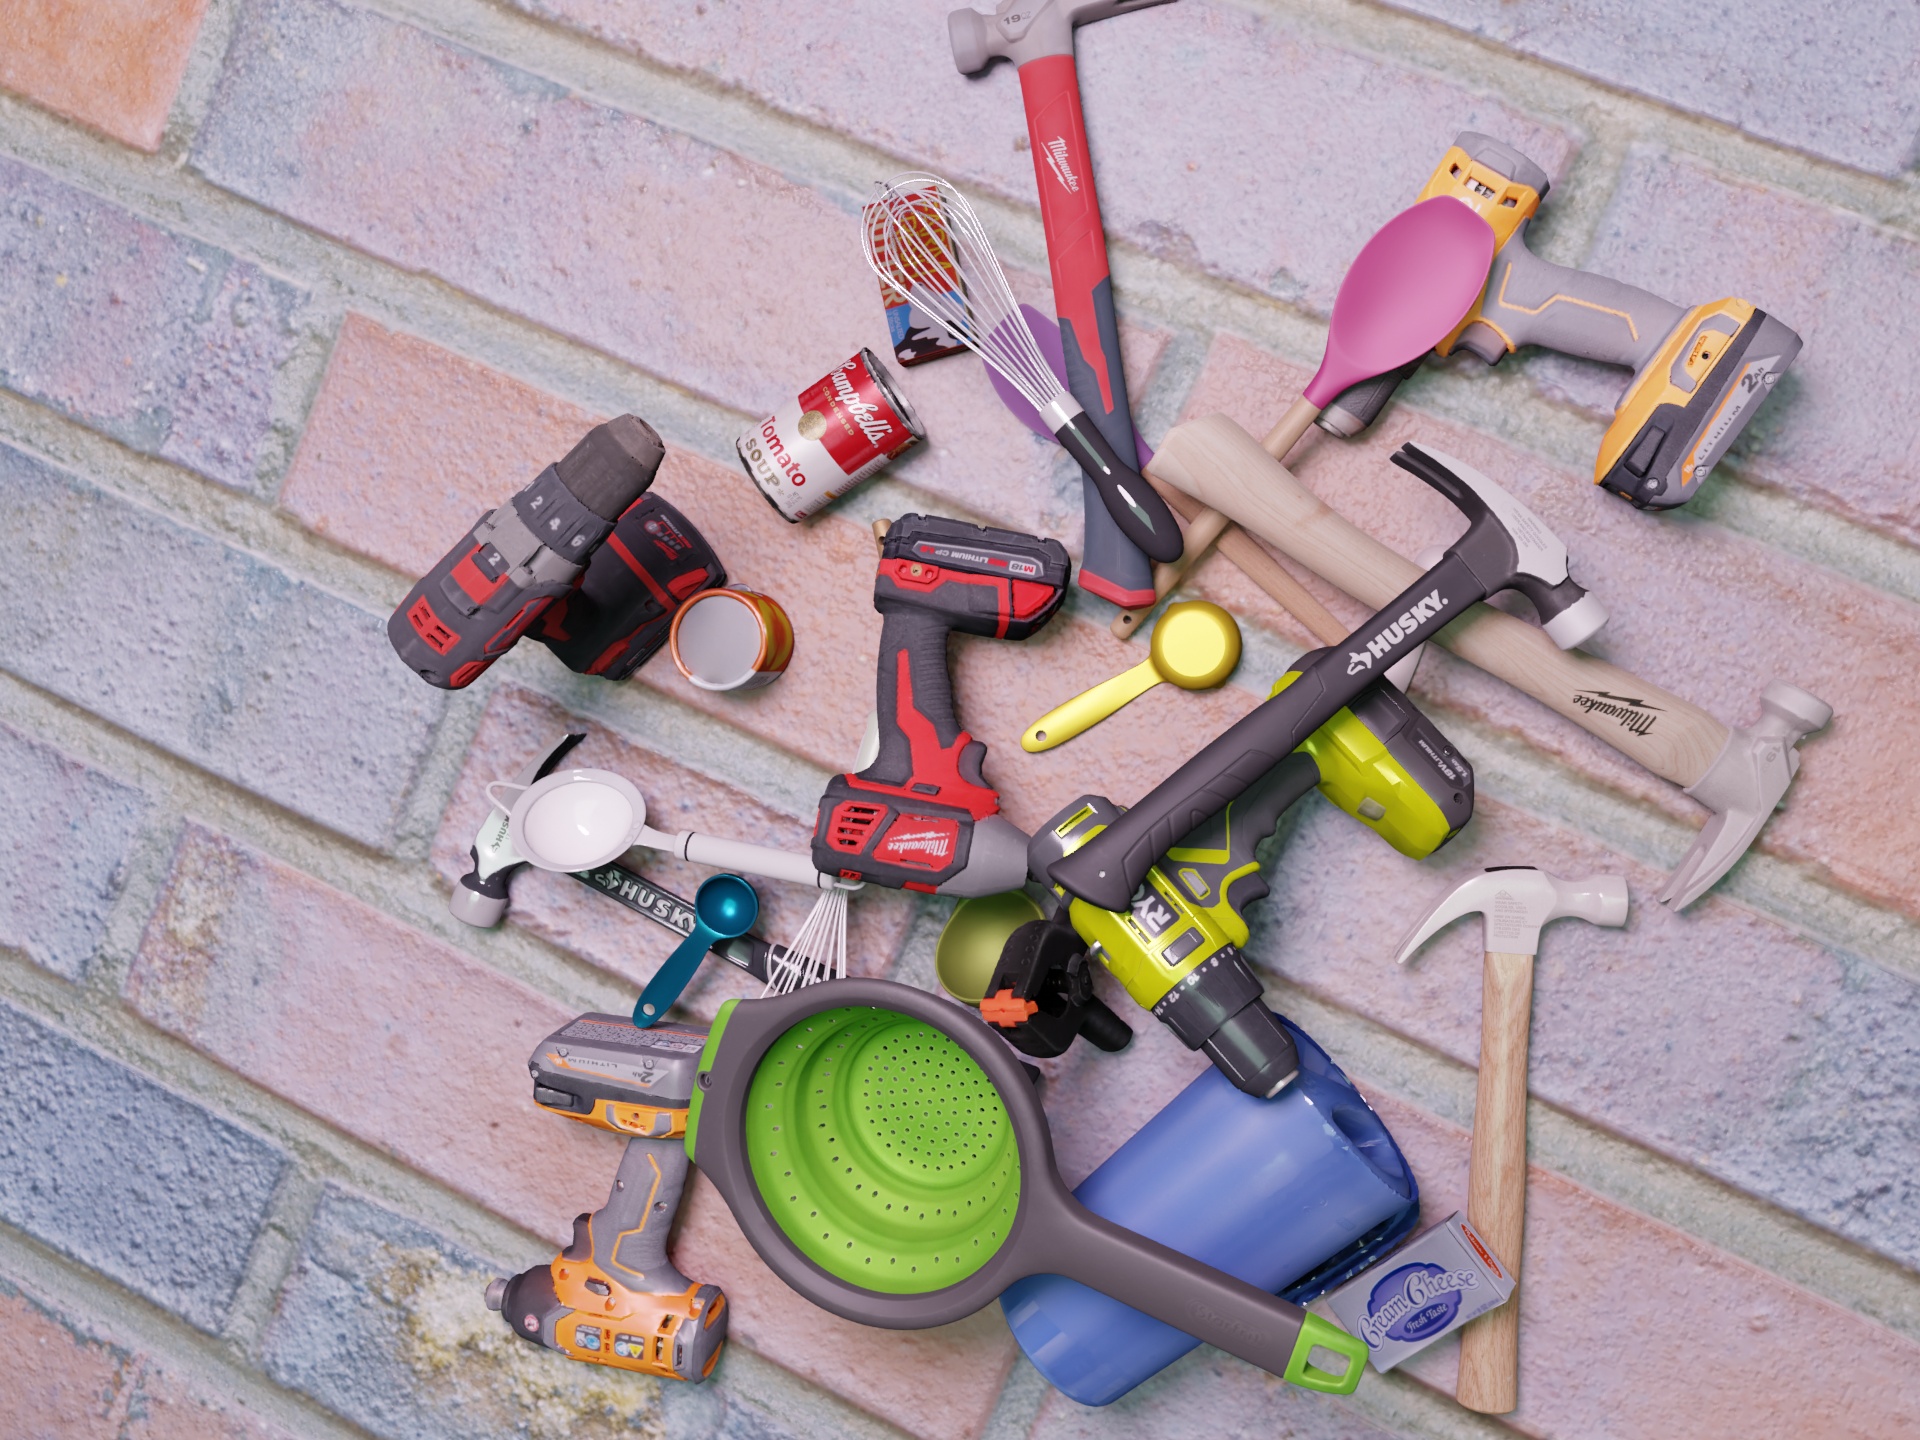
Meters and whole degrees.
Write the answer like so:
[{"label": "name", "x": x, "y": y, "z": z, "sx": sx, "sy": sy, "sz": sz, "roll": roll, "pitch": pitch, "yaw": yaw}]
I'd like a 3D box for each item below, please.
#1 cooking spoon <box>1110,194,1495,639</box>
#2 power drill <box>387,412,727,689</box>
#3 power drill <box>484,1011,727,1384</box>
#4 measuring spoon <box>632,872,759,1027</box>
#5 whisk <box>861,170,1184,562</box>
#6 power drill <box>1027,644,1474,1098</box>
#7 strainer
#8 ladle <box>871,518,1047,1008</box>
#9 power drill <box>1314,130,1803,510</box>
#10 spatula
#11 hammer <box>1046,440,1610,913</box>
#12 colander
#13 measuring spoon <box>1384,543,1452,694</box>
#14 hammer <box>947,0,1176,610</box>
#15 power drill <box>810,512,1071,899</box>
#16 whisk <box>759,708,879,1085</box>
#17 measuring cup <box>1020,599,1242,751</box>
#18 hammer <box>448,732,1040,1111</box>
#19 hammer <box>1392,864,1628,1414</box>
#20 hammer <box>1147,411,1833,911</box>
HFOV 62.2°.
[{"label": "cooking spoon", "x": 0.191, "y": -0.168, "z": 0.940, "sx": 0.069, "sy": 0.017, "sz": 0.319, "roll": 40, "pitch": 113, "yaw": 2}, {"label": "power drill", "x": -0.221, "y": -0.099, "z": 0.955, "sx": 0.188, "sy": 0.226, "sz": 0.080, "roll": -43, "pitch": 84, "yaw": 10}, {"label": "power drill", "x": -0.235, "y": 0.315, "z": 1.050, "sx": 0.164, "sy": 0.084, "sz": 0.226, "roll": 5, "pitch": 97, "yaw": 12}, {"label": "measuring spoon", "x": -0.173, "y": 0.149, "z": 1.031, "sx": 0.042, "sy": 0.021, "sz": 0.128, "roll": 38, "pitch": 105, "yaw": 1}, {"label": "whisk", "x": 0.040, "y": -0.206, "z": 0.935, "sx": 0.070, "sy": 0.070, "sz": 0.284, "roll": -38, "pitch": 89, "yaw": 10}, {"label": "power drill", "x": 0.178, "y": 0.082, "z": 0.906, "sx": 0.228, "sy": 0.080, "sz": 0.191, "roll": -37, "pitch": 73, "yaw": -14}, {"label": "strainer", "x": -0.180, "y": 0.080, "z": 1.002, "sx": 0.258, "sy": 0.087, "sz": 0.050, "roll": 10, "pitch": 137, "yaw": 16}, {"label": "ladle", "x": -0.012, "y": 0.025, "z": 1.007, "sx": 0.078, "sy": 0.062, "sz": 0.320, "roll": -17, "pitch": 86, "yaw": 20}, {"label": "power drill", "x": 0.331, "y": -0.205, "z": 0.920, "sx": 0.226, "sy": 0.084, "sz": 0.185, "roll": 36, "pitch": 103, "yaw": 12}, {"label": "spatula", "x": 0.134, "y": -0.140, "z": 0.990, "sx": 0.316, "sy": 0.018, "sz": 0.060, "roll": 43, "pitch": 99, "yaw": 8}, {"label": "hammer", "x": 0.184, "y": -0.013, "z": 0.868, "sx": 0.335, "sy": 0.035, "sz": 0.146, "roll": -38, "pitch": 86, "yaw": -6}, {"label": "colander", "x": 0.039, "y": 0.265, "z": 0.905, "sx": 0.397, "sy": 0.094, "sz": 0.204, "roll": 20, "pitch": 104, "yaw": 17}, {"label": "measuring spoon", "x": 0.273, "y": -0.048, "z": 0.965, "sx": 0.034, "sy": 0.018, "sz": 0.124, "roll": 24, "pitch": 97, "yaw": 9}, {"label": "hammer", "x": 0.091, "y": -0.261, "z": 0.973, "sx": 0.143, "sy": 0.038, "sz": 0.386, "roll": -9, "pitch": 87, "yaw": 9}, {"label": "power drill", "x": -0.002, "y": -0.003, "z": 0.960, "sx": 0.143, "sy": 0.078, "sz": 0.220, "roll": 11, "pitch": 80, "yaw": 0}, {"label": "whisk", "x": -0.079, "y": 0.108, "z": 1.004, "sx": 0.059, "sy": 0.057, "sz": 0.246, "roll": 13, "pitch": 77, "yaw": 11}, {"label": "measuring cup", "x": 0.104, "y": -0.022, "z": 0.994, "sx": 0.156, "sy": 0.029, "sz": 0.062, "roll": -31, "pitch": 86, "yaw": 9}, {"label": "hammer", "x": -0.136, "y": 0.148, "z": 1.047, "sx": 0.409, "sy": 0.036, "sz": 0.149, "roll": 26, "pitch": 96, "yaw": 9}, {"label": "hammer", "x": 0.323, "y": 0.252, "z": 0.960, "sx": 0.130, "sy": 0.031, "sz": 0.331, "roll": 3, "pitch": 93, "yaw": 11}, {"label": "hammer", "x": 0.288, "y": -0.048, "z": 0.925, "sx": 0.410, "sy": 0.038, "sz": 0.146, "roll": 30, "pitch": 98, "yaw": 0}]
